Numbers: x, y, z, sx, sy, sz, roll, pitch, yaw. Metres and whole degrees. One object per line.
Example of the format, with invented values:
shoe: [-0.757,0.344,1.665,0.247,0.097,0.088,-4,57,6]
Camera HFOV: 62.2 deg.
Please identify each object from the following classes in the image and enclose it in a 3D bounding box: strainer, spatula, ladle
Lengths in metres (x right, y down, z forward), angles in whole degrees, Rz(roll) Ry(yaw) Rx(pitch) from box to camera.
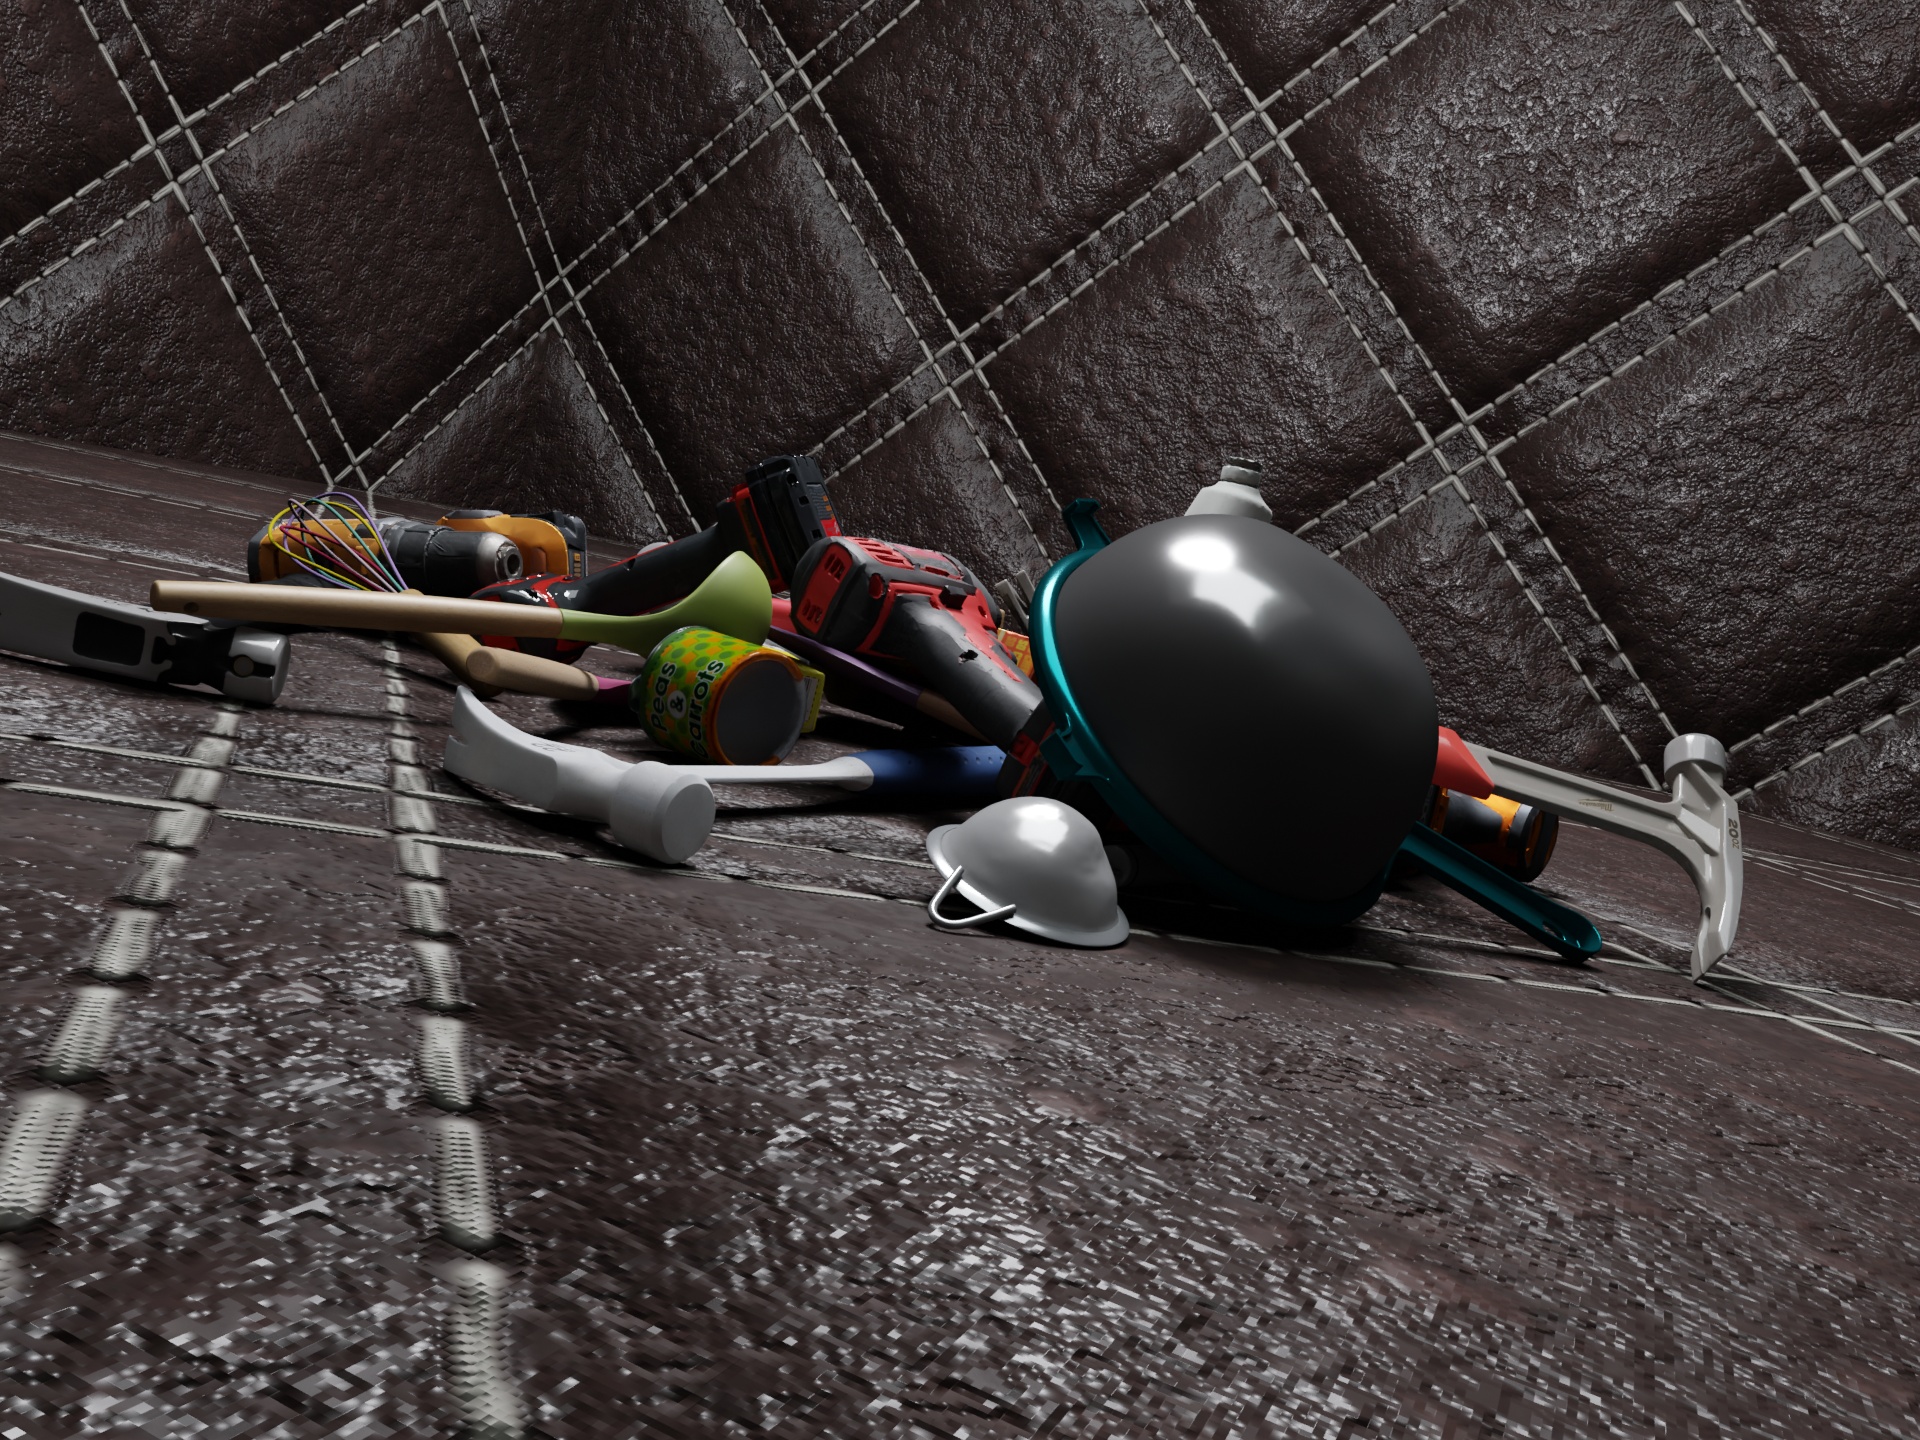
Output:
strainer: [0.062,0.060,0.675,0.087,0.050,0.258,33,11,26]
spatula: [-0.002,-0.003,1.004,0.316,0.018,0.059,24,-8,14]
strainer: [0.193,0.010,0.723,0.340,0.095,0.211,30,37,-17]
ladle: [-0.228,-0.058,0.784,0.320,0.078,0.062,2,43,-42]

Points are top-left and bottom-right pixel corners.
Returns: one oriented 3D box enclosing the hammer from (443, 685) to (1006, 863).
hammer: [-0.063,0.023,0.765,0.144,0.035,0.405,16,7,30]

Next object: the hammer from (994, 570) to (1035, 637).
hammer: [0.074,-0.038,1.309,0.038,0.146,0.411,-28,8,6]

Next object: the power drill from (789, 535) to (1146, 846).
power drill: [0.025,-0.019,0.812,0.220,0.078,0.143,40,20,32]

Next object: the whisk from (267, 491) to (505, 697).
whisk: [-0.336,-0.073,0.926,0.245,0.051,0.047,34,22,35]

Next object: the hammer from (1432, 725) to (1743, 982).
hammer: [0.237,0.020,0.854,0.359,0.036,0.149,18,50,4]

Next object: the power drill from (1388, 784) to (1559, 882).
power drill: [0.264,0.050,1.010,0.164,0.084,0.226,15,2,39]

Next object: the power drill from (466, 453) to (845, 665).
power drill: [-0.185,-0.089,0.990,0.226,0.080,0.188,-20,7,5]

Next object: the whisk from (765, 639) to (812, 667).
whisk: [-0.119,-0.043,1.271,0.239,0.055,0.055,10,4,30]

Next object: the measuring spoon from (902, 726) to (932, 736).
measuring spoon: [0.001,0.010,1.156,0.034,0.018,0.124,25,19,38]

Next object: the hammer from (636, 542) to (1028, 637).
hammer: [-0.038,-0.054,1.151,0.386,0.038,0.143,10,-23,12]

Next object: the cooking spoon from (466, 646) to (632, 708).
cooking spoon: [-0.196,-0.018,0.804,0.069,0.017,0.319,7,-2,0]

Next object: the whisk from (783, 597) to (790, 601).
whisk: [-0.136,-0.083,1.248,0.284,0.070,0.070,-7,-3,24]

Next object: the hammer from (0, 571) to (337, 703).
hammer: [-0.394,-0.057,0.840,0.146,0.035,0.335,12,6,-10]

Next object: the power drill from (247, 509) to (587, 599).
power drill: [-0.342,-0.107,1.102,0.185,0.084,0.226,1,5,19]
